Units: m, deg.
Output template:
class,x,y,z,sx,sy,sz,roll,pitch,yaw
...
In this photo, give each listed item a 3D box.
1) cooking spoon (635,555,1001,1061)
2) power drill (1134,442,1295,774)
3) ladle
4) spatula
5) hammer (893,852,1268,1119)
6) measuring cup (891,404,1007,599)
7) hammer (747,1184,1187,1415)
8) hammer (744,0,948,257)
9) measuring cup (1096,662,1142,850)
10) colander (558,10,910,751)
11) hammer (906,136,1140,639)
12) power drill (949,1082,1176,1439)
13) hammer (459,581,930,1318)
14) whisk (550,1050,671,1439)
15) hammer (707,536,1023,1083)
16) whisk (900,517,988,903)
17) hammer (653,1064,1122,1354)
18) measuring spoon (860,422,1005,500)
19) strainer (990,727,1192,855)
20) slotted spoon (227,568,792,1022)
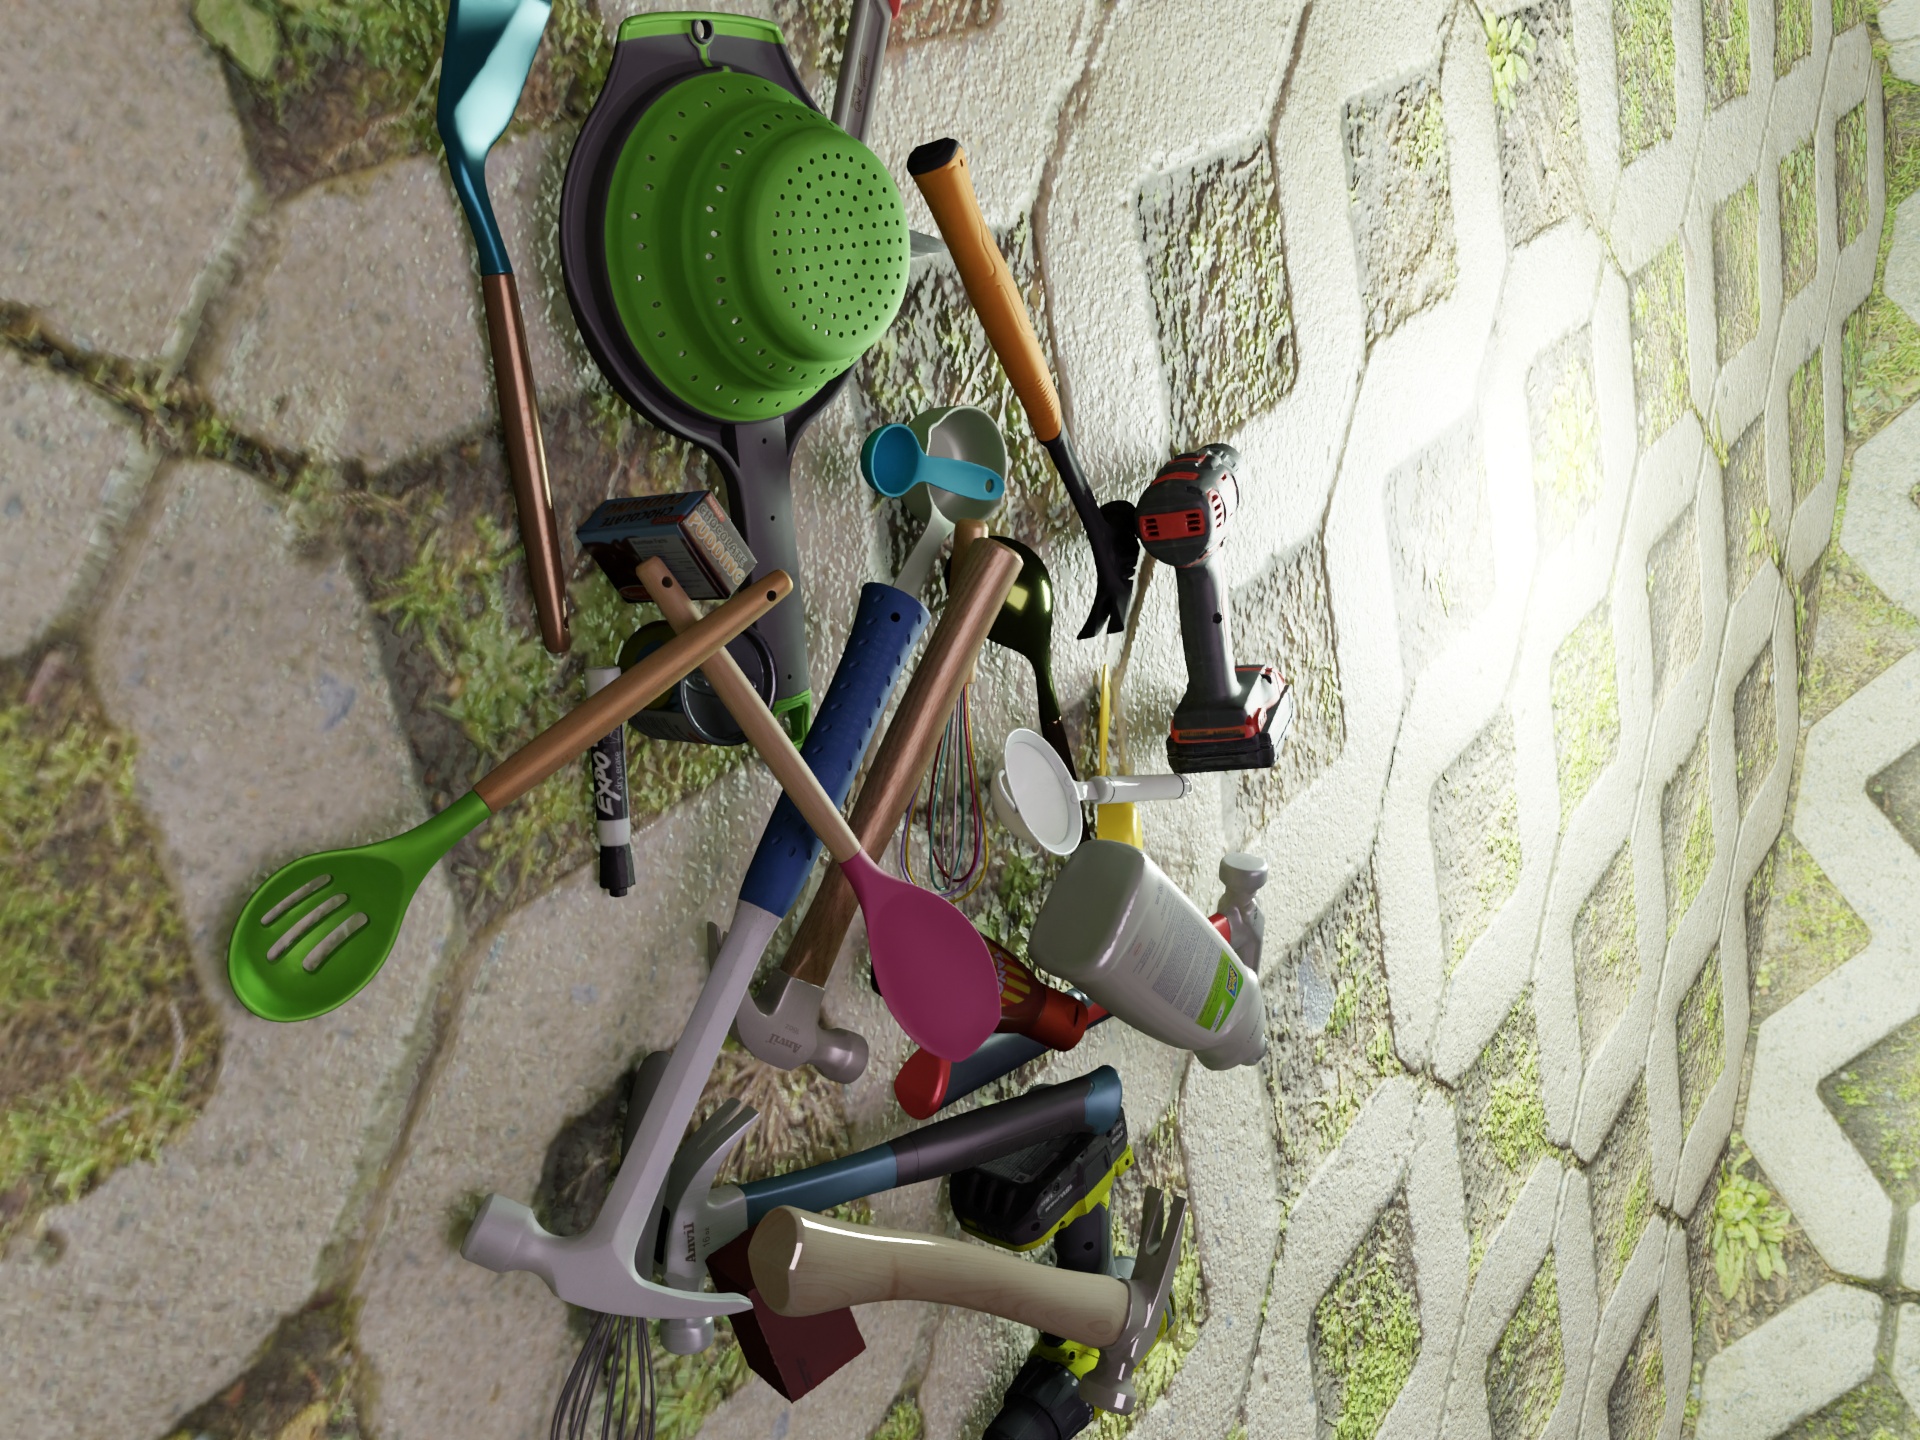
class,x,y,z,sx,sy,sz,roll,pitch,yaw
cooking spoon,-0.072,0.049,0.827,0.069,0.017,0.318,-42,109,-27
power drill,0.190,-0.092,1.184,0.188,0.080,0.226,-48,129,-61
ladle,0.055,0.019,1.089,0.078,0.062,0.319,-54,138,-47
spatula,-0.209,-0.188,0.762,0.082,0.044,0.317,-47,133,-70
hammer,0.100,0.213,1.143,0.386,0.038,0.143,-17,117,-44
measuring cup,-0.027,-0.119,0.982,0.083,0.038,0.168,39,70,-44
hammer,0.021,0.320,0.931,0.410,0.038,0.146,36,69,-50
hammer,-0.036,-0.465,0.941,0.149,0.037,0.359,16,81,-48
measuring cup,0.115,0.036,1.146,0.062,0.029,0.156,16,74,-77
colander,-0.087,-0.163,0.837,0.204,0.094,0.397,-22,115,-43
hammer,0.045,-0.207,1.008,0.127,0.034,0.336,-76,147,-43
power drill,0.065,0.388,1.096,0.190,0.080,0.228,-33,120,-42
hammer,-0.106,0.113,0.844,0.144,0.035,0.406,26,73,-9
whisk,-0.177,0.295,0.839,0.055,0.055,0.239,18,75,-48
hammer,-0.047,0.045,0.931,0.130,0.031,0.331,30,82,-40
whisk,0.001,-0.003,0.994,0.051,0.047,0.245,-9,108,-52
hammer,-0.032,0.267,0.961,0.331,0.033,0.128,-7,99,-36
measuring spoon,-0.018,-0.149,0.949,0.128,0.021,0.042,4,98,-53
strainer,0.087,0.049,1.065,0.258,0.050,0.087,1,67,-51
slotted spoon,-0.201,0.024,0.743,0.314,0.031,0.070,-39,123,-19
